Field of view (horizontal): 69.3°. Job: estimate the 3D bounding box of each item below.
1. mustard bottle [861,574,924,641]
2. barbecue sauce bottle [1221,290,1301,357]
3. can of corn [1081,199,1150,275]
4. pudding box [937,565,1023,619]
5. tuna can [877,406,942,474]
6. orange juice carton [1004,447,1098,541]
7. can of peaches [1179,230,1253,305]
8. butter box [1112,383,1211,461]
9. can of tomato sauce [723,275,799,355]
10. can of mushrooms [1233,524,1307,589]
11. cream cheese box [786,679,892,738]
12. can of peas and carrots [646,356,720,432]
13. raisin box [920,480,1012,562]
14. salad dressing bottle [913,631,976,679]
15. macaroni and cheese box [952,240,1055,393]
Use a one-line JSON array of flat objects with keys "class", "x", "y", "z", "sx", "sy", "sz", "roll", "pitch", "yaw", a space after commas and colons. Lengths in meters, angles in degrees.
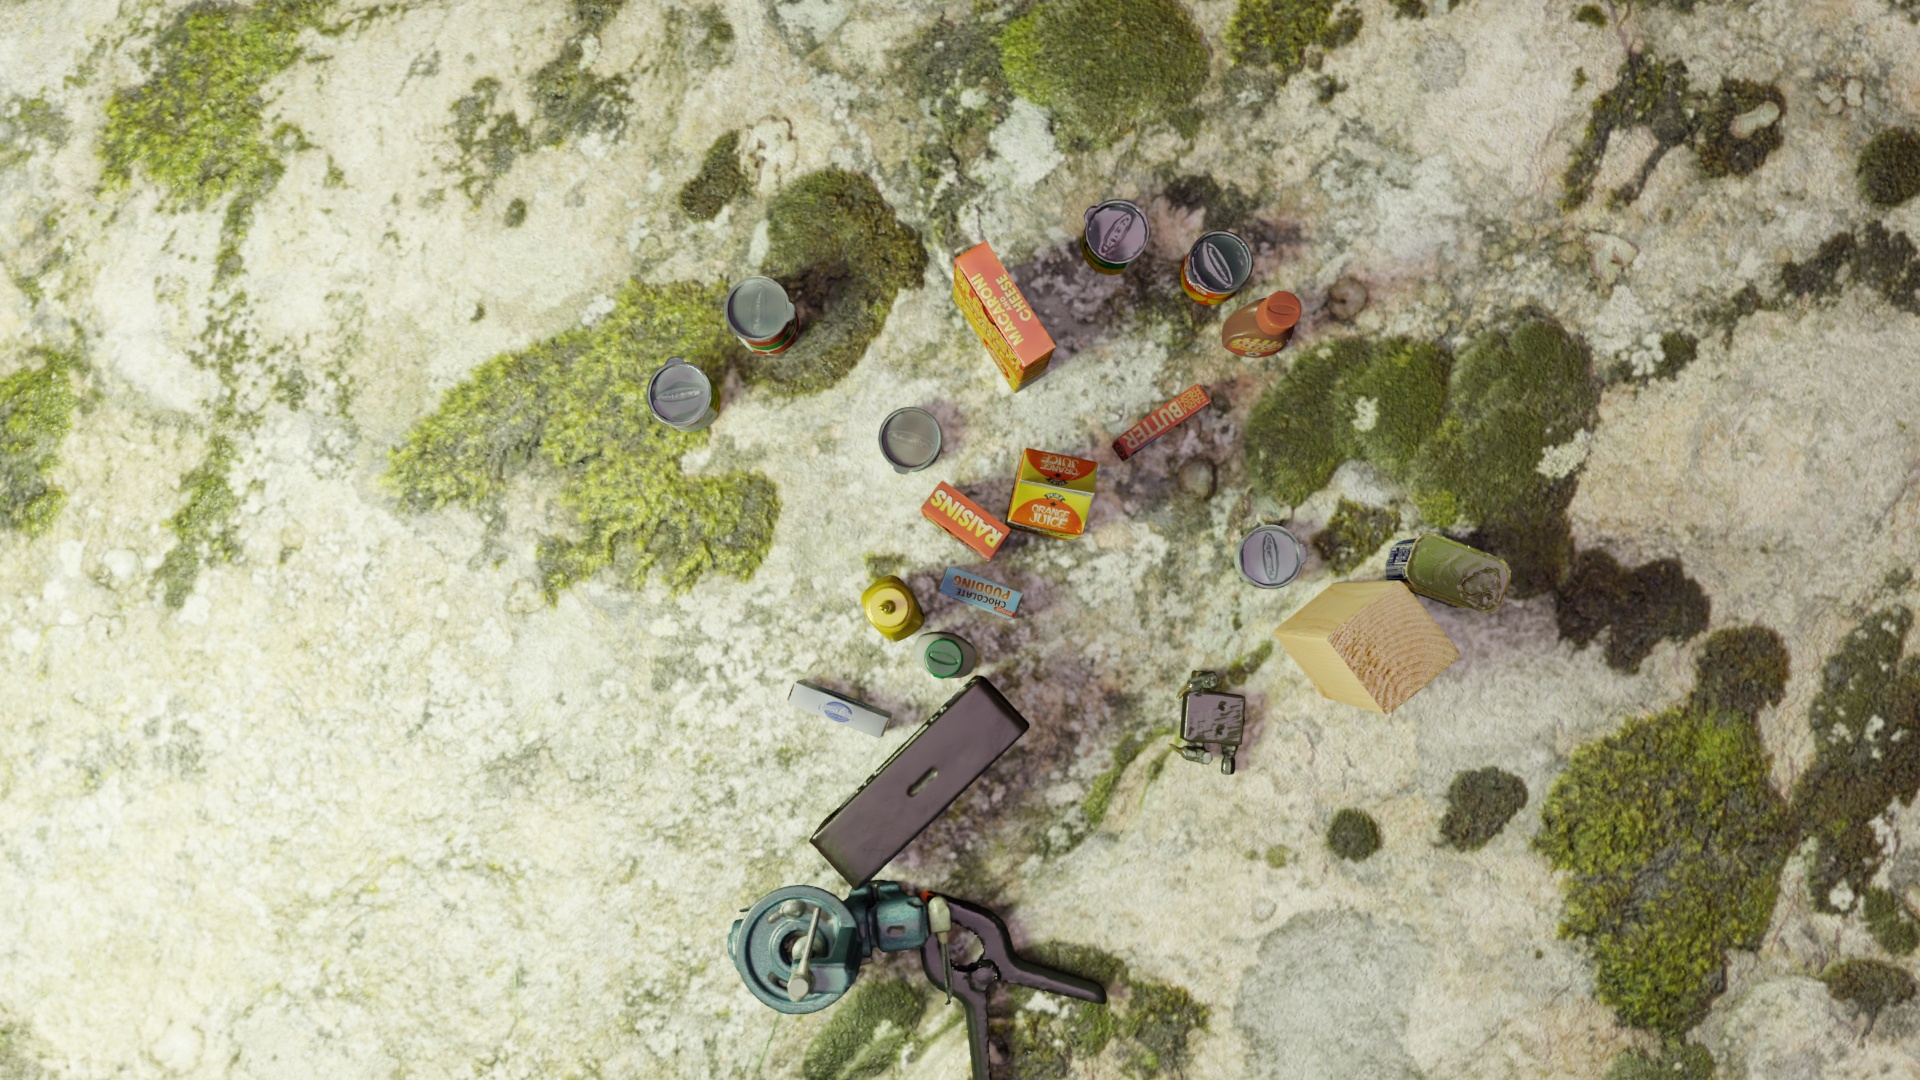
[{"class": "mustard bottle", "x": -0.067, "y": 0.067, "z": 1.363, "sx": 0.049, "sy": 0.160, "sz": 0.065, "roll": -35, "pitch": 88, "yaw": -2}, {"class": "barbecue sauce bottle", "x": 0.305, "y": -0.216, "z": 1.387, "sx": 0.065, "sy": 0.148, "sz": 0.043, "roll": 7, "pitch": 88, "yaw": 0}, {"class": "can of corn", "x": 0.157, "y": -0.314, "z": 1.436, "sx": 0.071, "sy": 0.058, "sz": 0.071, "roll": 0, "pitch": 87, "yaw": 0}, {"class": "pudding box", "x": 0.020, "y": 0.054, "z": 1.420, "sx": 0.084, "sy": 0.049, "sz": 0.030, "roll": 21, "pitch": 88, "yaw": 1}, {"class": "tuna can", "x": -0.052, "y": -0.101, "z": 1.436, "sx": 0.071, "sy": 0.033, "sz": 0.071, "roll": 0, "pitch": 87, "yaw": 0}, {"class": "orange juice carton", "x": 0.087, "y": -0.044, "z": 1.354, "sx": 0.072, "sy": 0.192, "sz": 0.073, "roll": 12, "pitch": 88, "yaw": 0}, {"class": "can of peaches", "x": 0.261, "y": -0.280, "z": 1.435, "sx": 0.071, "sy": 0.058, "sz": 0.071, "roll": 0, "pitch": 87, "yaw": 0}, {"class": "butter box", "x": 0.206, "y": -0.121, "z": 1.429, "sx": 0.103, "sy": 0.053, "sz": 0.024, "roll": -34, "pitch": 88, "yaw": -2}, {"class": "can of tomato sauce", "x": -0.199, "y": -0.228, "z": 1.417, "sx": 0.071, "sy": 0.083, "sz": 0.071, "roll": 0, "pitch": 87, "yaw": 0}, {"class": "can of mushrooms", "x": 0.319, "y": 0.017, "z": 1.432, "sx": 0.071, "sy": 0.033, "sz": 0.071, "roll": 0, "pitch": 87, "yaw": 0}, {"class": "cream cheese box", "x": -0.122, "y": 0.171, "z": 1.411, "sx": 0.104, "sy": 0.053, "sz": 0.024, "roll": 21, "pitch": 88, "yaw": 1}, {"class": "can of peas and carrots", "x": -0.284, "y": -0.149, "z": 1.424, "sx": 0.071, "sy": 0.058, "sz": 0.071, "roll": 0, "pitch": 87, "yaw": 0}, {"class": "raisin box", "x": 0.005, "y": -0.017, "z": 1.386, "sx": 0.086, "sy": 0.123, "sz": 0.040, "roll": 36, "pitch": 88, "yaw": 1}, {"class": "salad dressing bottle", "x": -0.015, "y": 0.114, "z": 1.367, "sx": 0.064, "sy": 0.147, "sz": 0.044, "roll": 16, "pitch": 88, "yaw": 0}, {"class": "macaroni and cheese box", "x": 0.040, "y": -0.217, "z": 1.376, "sx": 0.040, "sy": 0.166, "sz": 0.123, "roll": -33, "pitch": 88, "yaw": -1}]
